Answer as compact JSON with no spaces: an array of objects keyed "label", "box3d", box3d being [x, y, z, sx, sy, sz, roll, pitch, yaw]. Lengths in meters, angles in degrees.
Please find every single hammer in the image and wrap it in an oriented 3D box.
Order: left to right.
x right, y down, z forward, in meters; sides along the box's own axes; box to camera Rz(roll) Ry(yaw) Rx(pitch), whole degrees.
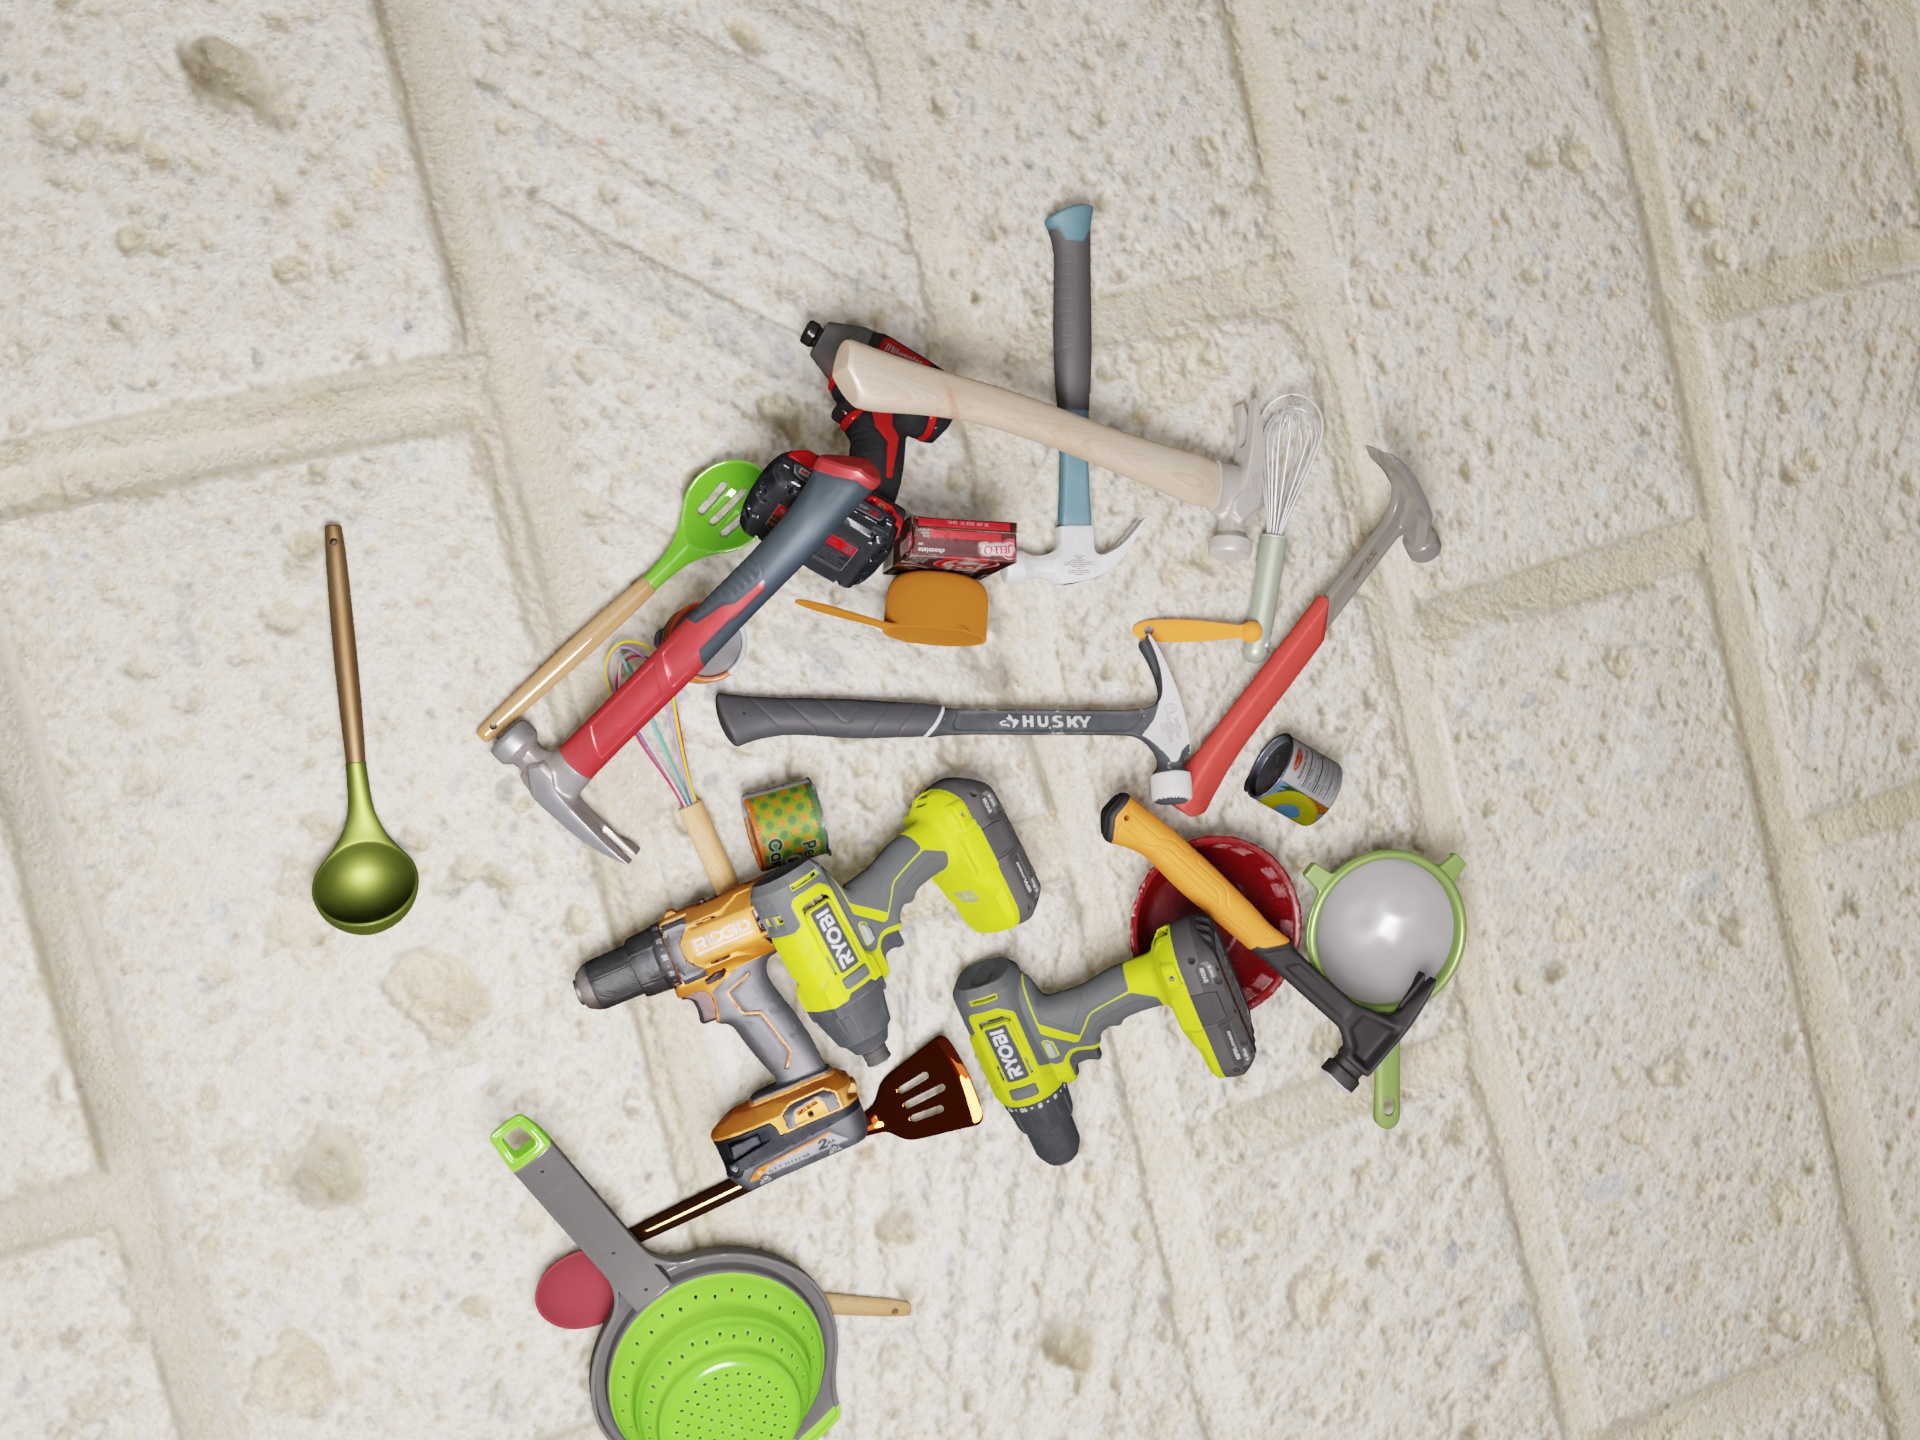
[{"label":"hammer","box3d":[-0.191,-0.051,1.220,0.143,0.038,0.386,45,110,-9]},{"label":"hammer","box3d":[-0.002,-0.004,1.354,0.409,0.036,0.149,1,75,-12]},{"label":"hammer","box3d":[0.086,-0.250,1.327,0.410,0.038,0.146,13,79,-28]},{"label":"hammer","box3d":[0.097,-0.284,1.388,0.128,0.033,0.331,-1,90,-14]},{"label":"hammer","box3d":[0.256,0.173,1.368,0.336,0.034,0.127,41,89,-10]},{"label":"hammer","box3d":[0.296,-0.068,1.414,0.359,0.037,0.149,-51,136,-5]}]

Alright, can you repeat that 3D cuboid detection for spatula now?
[{"label":"spatula","box3d":[-0.140,0.366,1.325,0.322,0.041,0.081,-23,79,-12]}]

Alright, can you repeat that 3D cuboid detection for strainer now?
[{"label":"strainer","box3d":[0.377,0.238,1.447,0.151,0.069,0.256,-3,97,-9]}]

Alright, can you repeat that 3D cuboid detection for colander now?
[{"label":"colander","box3d":[-0.233,0.470,1.243,0.204,0.094,0.396,-37,107,-8]}]

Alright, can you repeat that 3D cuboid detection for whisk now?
[{"label":"whisk","box3d":[-0.227,0.048,1.302,0.047,0.051,0.245,-26,99,-19]},{"label":"whisk","box3d":[0.283,-0.173,1.435,0.059,0.057,0.246,10,91,20]}]

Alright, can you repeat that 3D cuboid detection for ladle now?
[{"label":"ladle","box3d":[-0.472,0.006,1.231,0.078,0.062,0.320,-6,89,-17]},{"label":"ladle","box3d":[-0.192,0.478,1.320,0.315,0.031,0.069,10,97,-16]}]

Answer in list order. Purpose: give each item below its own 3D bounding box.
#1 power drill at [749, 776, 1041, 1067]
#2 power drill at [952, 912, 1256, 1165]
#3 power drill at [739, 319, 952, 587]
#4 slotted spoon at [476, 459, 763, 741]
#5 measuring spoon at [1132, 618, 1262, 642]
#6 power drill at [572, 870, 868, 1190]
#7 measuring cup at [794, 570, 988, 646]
[{"label":"power drill","box3d":[-0.046,0.157,1.284,0.223,0.080,0.171,-32,99,-38]},{"label":"power drill","box3d":[0.127,0.270,1.343,0.228,0.080,0.190,-20,105,13]},{"label":"power drill","box3d":[-0.090,-0.228,1.283,0.143,0.078,0.220,29,54,-14]},{"label":"slotted spoon","box3d":[-0.274,-0.095,1.297,0.314,0.031,0.070,-45,100,-8]},{"label":"measuring spoon","box3d":[0.212,-0.079,1.416,0.117,0.011,0.021,1,95,0]},{"label":"power drill","box3d":[-0.190,0.256,1.277,0.185,0.084,0.226,-22,91,-7]},{"label":"measuring cup","box3d":[-0.055,-0.102,1.309,0.173,0.095,0.052,12,81,-30]}]
